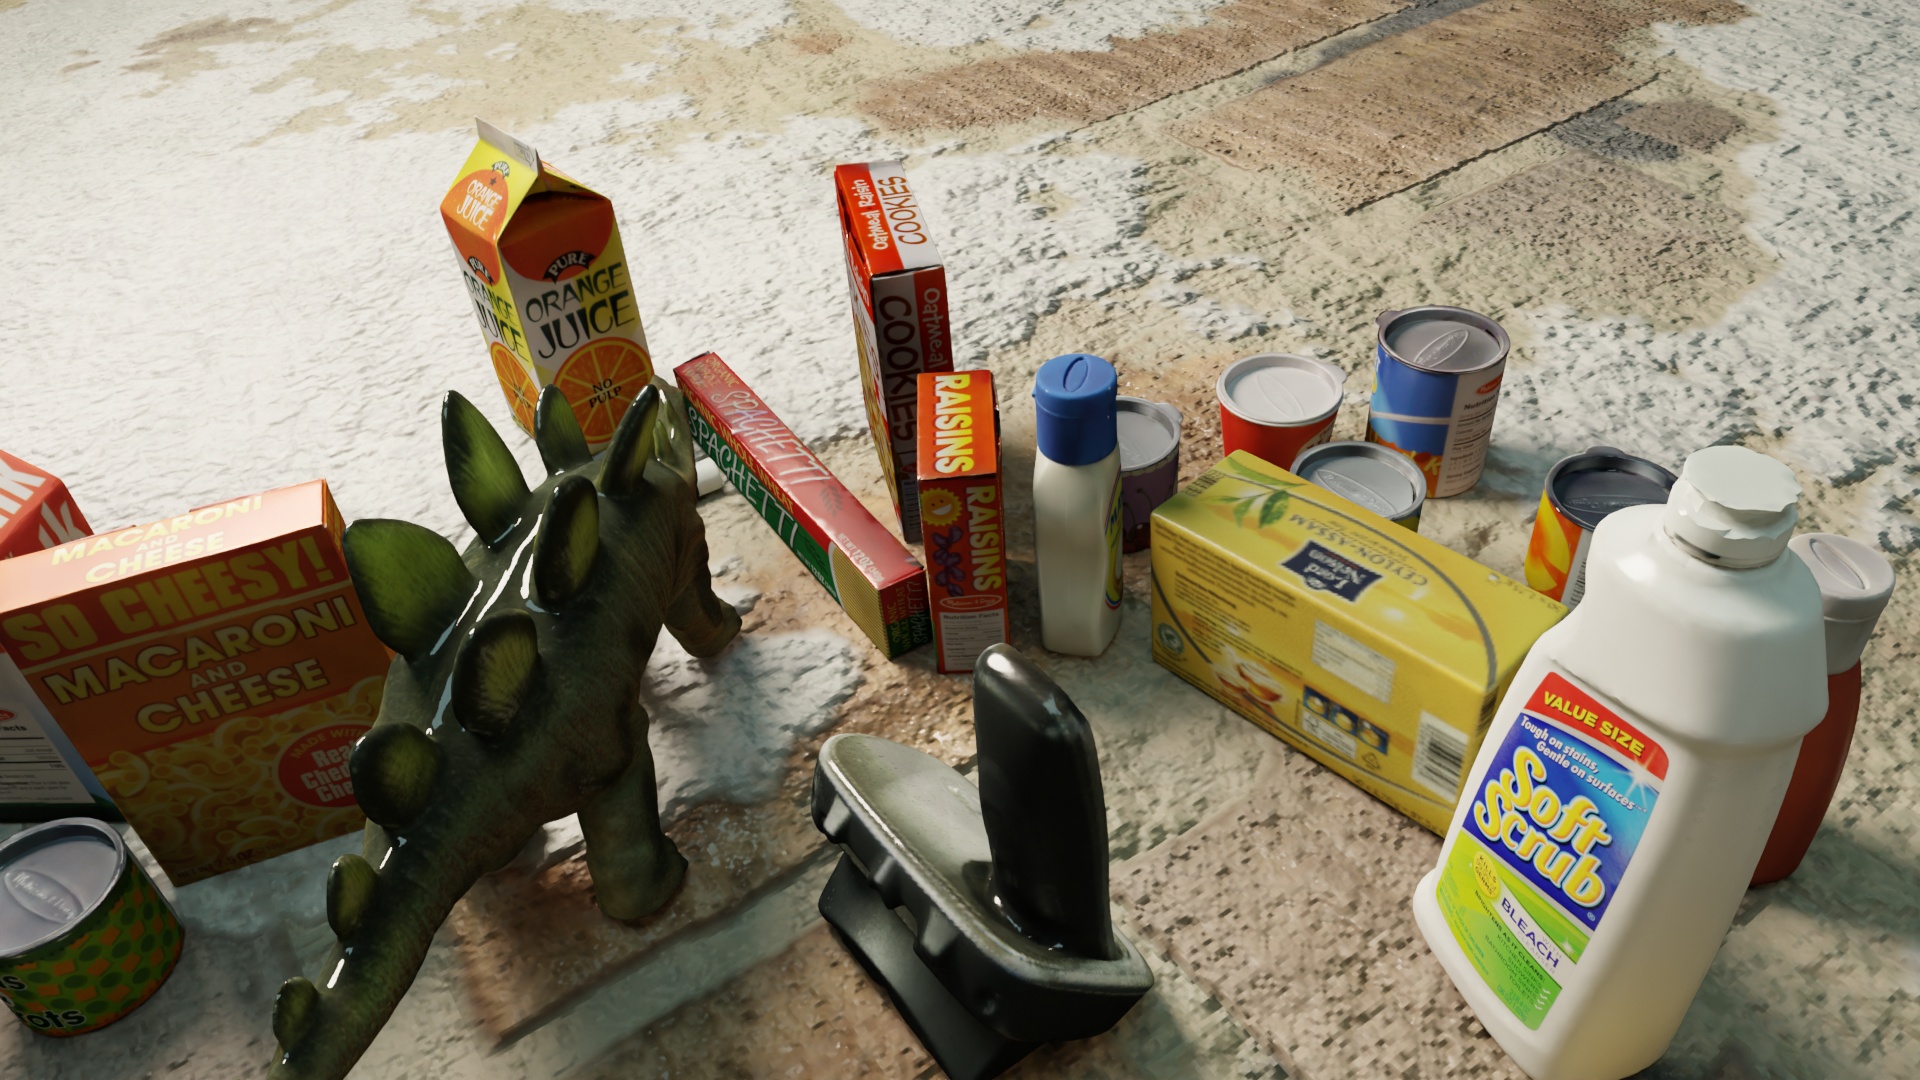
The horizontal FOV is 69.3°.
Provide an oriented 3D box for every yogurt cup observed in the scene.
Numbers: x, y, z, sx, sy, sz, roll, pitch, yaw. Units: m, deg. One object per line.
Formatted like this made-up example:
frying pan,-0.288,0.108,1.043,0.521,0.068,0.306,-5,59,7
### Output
yogurt cup,0.175,-0.064,0.771,0.072,0.053,0.073,-3,40,3

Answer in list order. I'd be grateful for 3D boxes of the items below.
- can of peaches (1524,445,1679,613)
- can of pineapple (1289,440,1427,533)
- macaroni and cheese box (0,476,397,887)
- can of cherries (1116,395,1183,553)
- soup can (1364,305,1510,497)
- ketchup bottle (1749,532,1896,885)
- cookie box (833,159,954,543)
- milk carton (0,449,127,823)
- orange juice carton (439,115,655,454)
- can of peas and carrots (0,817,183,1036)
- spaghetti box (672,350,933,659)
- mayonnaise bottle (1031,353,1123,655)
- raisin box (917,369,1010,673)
can of peaches,0.315,-0.003,0.680,0.071,0.057,0.071,-3,40,3
can of pineapple,0.195,-0.008,0.699,0.071,0.057,0.071,-3,40,3
macaroni and cheese box,-0.301,0.062,0.584,0.124,0.165,0.040,-17,41,-14
can of cherries,0.086,-0.036,0.743,0.071,0.058,0.072,-3,40,3
soup can,0.254,-0.076,0.754,0.071,0.083,0.072,-3,40,3
ketchup bottle,0.311,0.064,0.531,0.043,0.148,0.065,-10,40,-5
cookie box,-0.033,-0.102,0.750,0.040,0.166,0.123,-11,40,-7
milk carton,-0.421,0.036,0.609,0.073,0.189,0.073,-1,40,5
orange juice carton,-0.238,-0.147,0.804,0.073,0.191,0.072,-32,47,-28
can of peas and carrots,-0.362,0.158,0.560,0.071,0.058,0.071,-3,40,3
spaghetti box,-0.092,-0.027,0.758,0.029,0.050,0.251,-25,44,-22
mayonnaise bottle,0.056,-0.017,0.654,0.041,0.147,0.065,7,42,14
raisin box,0.002,-0.008,0.669,0.040,0.122,0.086,-4,40,2
